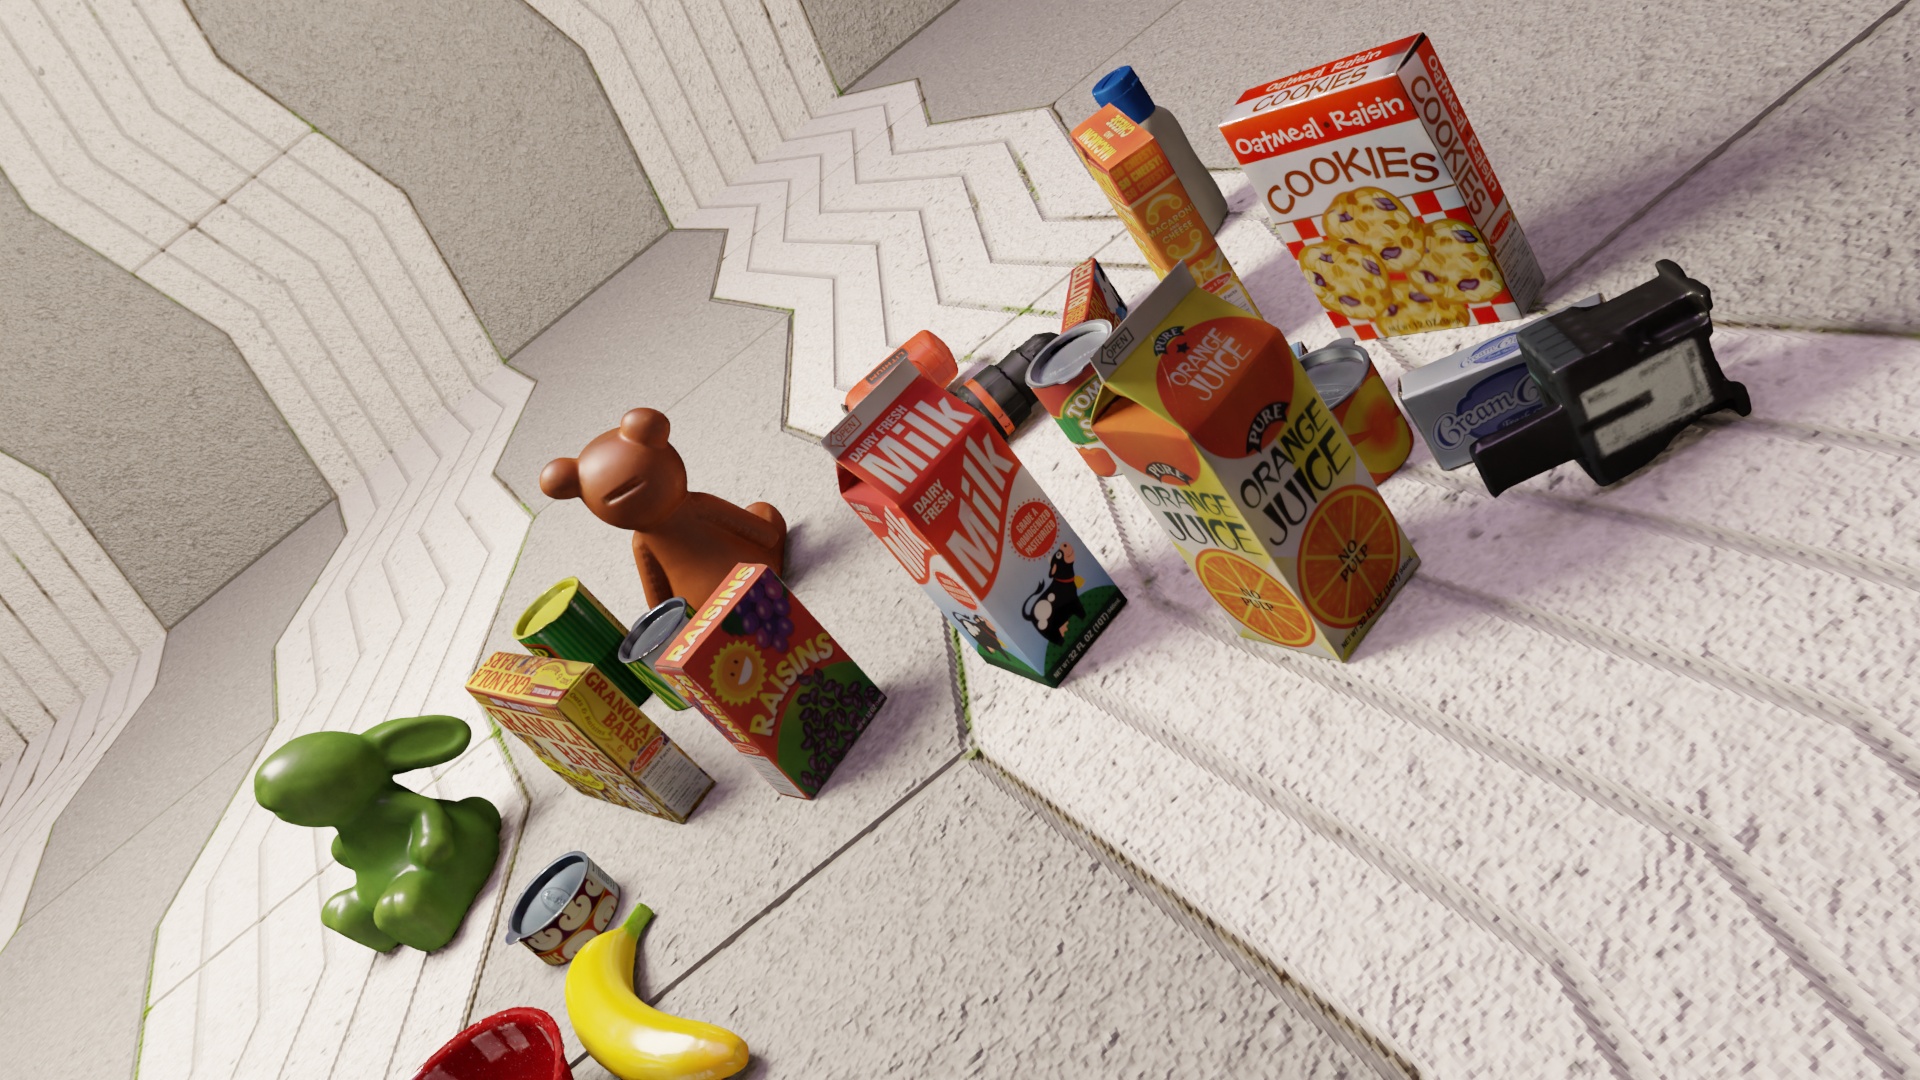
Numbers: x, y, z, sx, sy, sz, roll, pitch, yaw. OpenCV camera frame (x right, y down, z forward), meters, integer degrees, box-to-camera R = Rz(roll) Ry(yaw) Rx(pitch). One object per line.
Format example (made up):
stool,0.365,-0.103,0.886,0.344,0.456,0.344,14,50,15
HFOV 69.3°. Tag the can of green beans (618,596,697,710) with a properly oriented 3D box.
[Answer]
can of green beans,-0.215,0.086,1.053,0.071,0.057,0.071,-30,27,17

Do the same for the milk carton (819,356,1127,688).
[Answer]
milk carton,0.003,-0.010,0.779,0.072,0.190,0.073,-48,27,-17

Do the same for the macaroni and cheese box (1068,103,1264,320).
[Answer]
macaroni and cheese box,0.142,-0.207,0.944,0.040,0.166,0.124,-34,26,9

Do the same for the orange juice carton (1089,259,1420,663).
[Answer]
orange juice carton,0.131,-0.036,0.655,0.072,0.192,0.073,-48,27,-18

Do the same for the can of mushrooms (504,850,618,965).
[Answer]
can of mushrooms,-0.256,0.237,0.891,0.071,0.033,0.071,-30,27,17

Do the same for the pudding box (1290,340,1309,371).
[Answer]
pudding box,0.177,-0.077,0.825,0.083,0.049,0.030,-25,29,25

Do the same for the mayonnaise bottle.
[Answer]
mayonnaise bottle,0.157,-0.304,1.100,0.041,0.147,0.065,-9,39,46

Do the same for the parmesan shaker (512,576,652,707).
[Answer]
parmesan shaker,-0.292,0.088,1.097,0.071,0.103,0.071,-30,27,17

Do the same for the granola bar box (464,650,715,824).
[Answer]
granola bar box,-0.259,0.134,0.958,0.165,0.124,0.039,-1,44,51

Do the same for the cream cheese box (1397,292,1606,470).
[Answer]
cream cheese box,0.278,-0.077,0.692,0.103,0.053,0.024,-23,30,29

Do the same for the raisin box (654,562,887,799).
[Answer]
raisin box,-0.114,0.086,0.851,0.040,0.123,0.086,-1,45,52

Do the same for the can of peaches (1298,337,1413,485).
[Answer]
can of peaches,0.207,-0.067,0.761,0.071,0.058,0.071,-30,27,17

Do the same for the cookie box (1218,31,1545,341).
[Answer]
cookie box,0.242,-0.196,0.798,0.123,0.167,0.040,0,46,52

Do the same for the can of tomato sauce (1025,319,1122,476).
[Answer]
can of tomato sauce,0.093,-0.093,0.918,0.071,0.083,0.071,-30,27,17

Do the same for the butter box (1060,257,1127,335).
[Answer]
butter box,0.103,-0.169,1.061,0.024,0.053,0.104,-25,29,27
